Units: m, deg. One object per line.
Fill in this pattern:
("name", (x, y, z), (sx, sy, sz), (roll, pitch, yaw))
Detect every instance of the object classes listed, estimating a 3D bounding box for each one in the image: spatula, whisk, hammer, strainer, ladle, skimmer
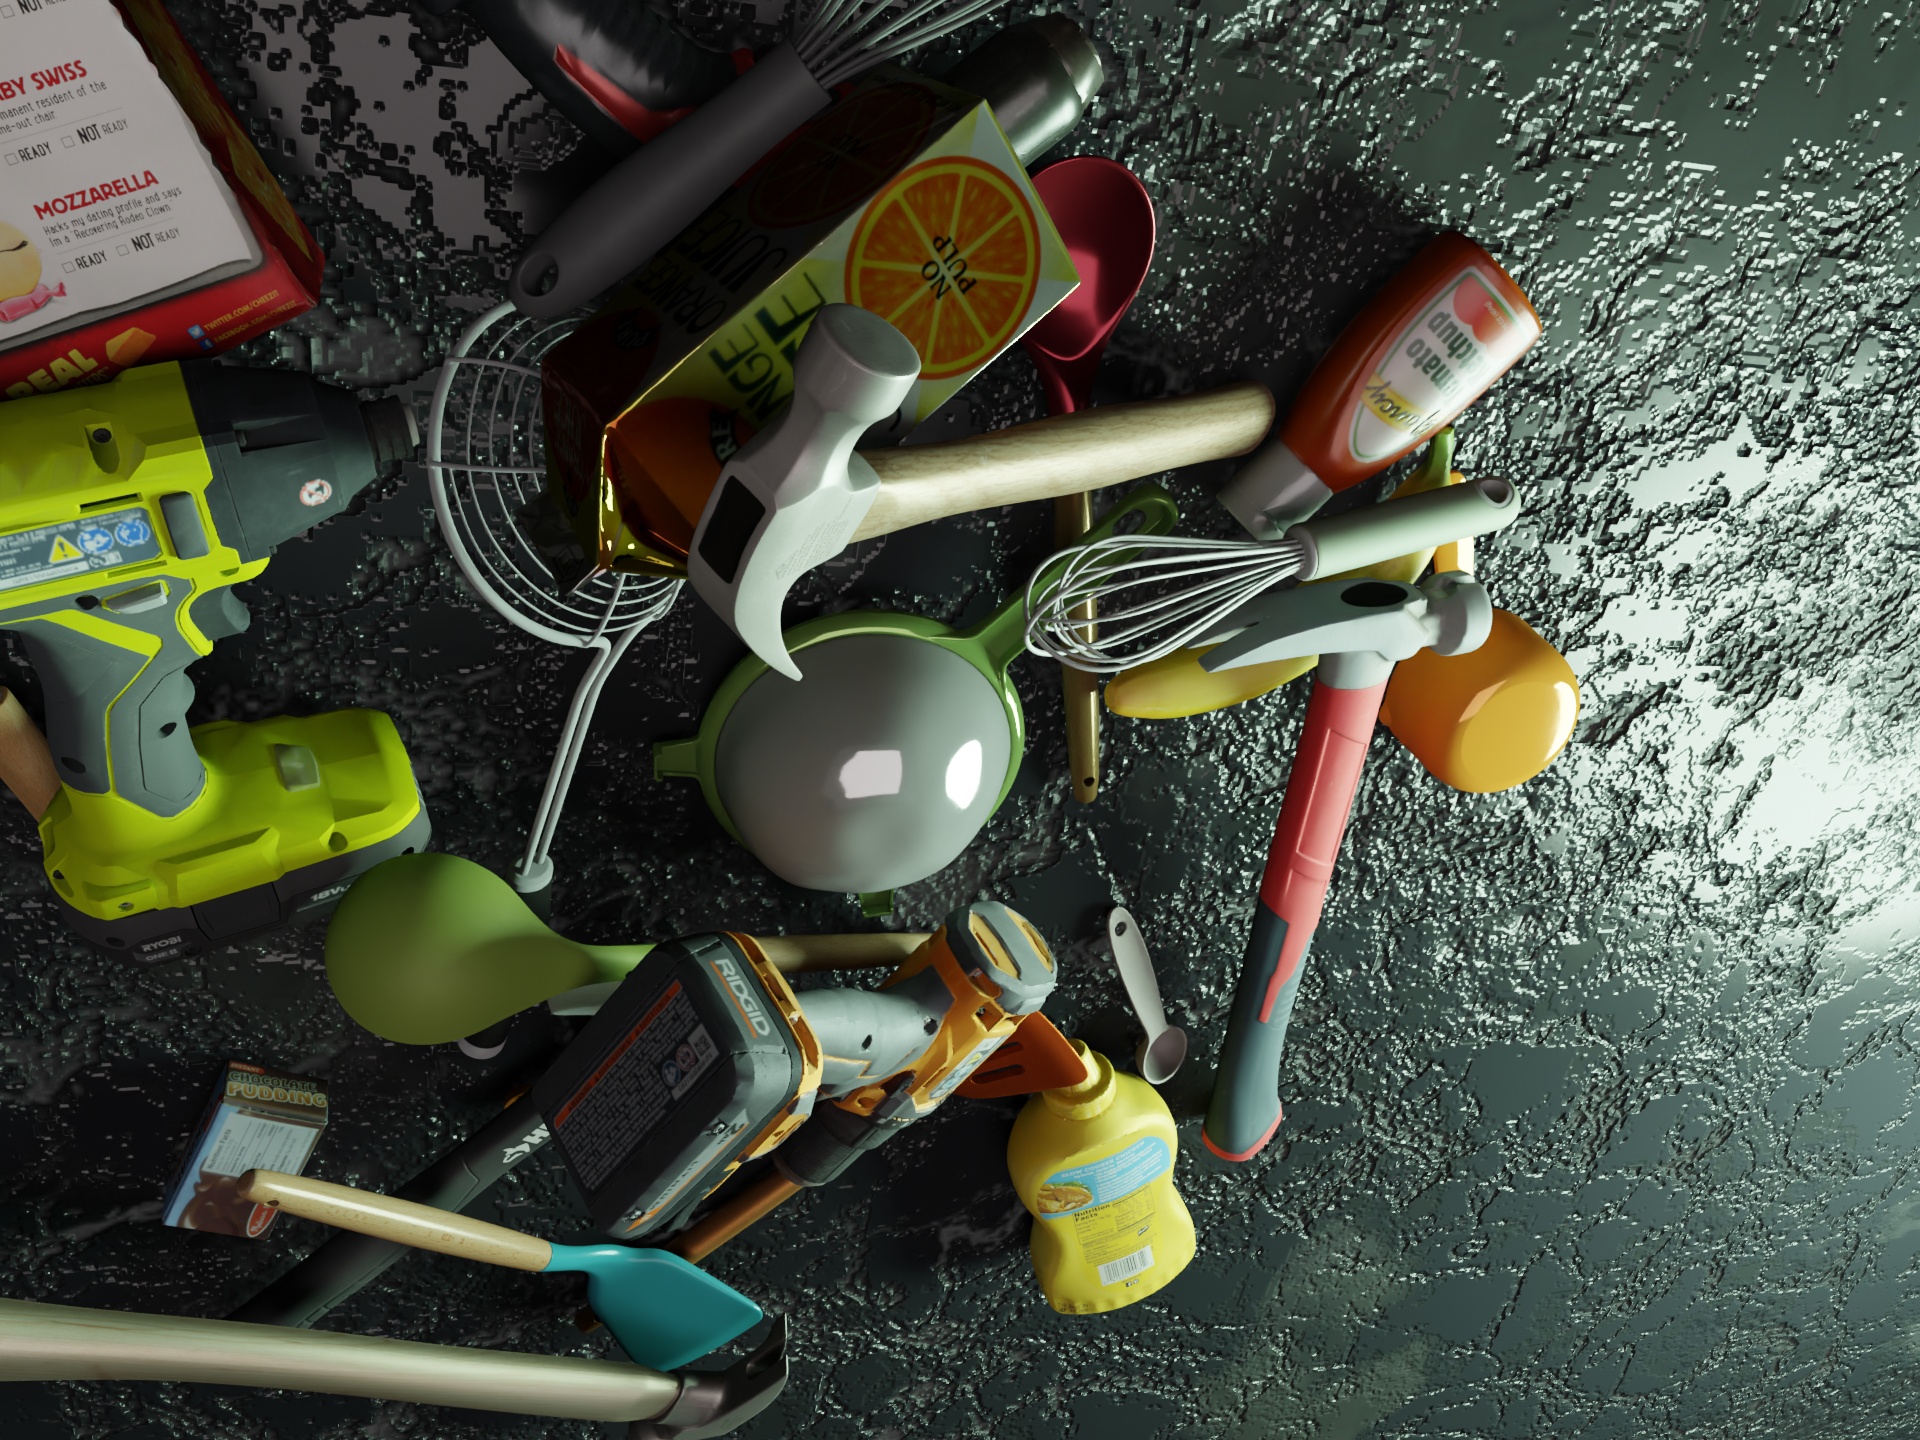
("spatula", (-0.220, 0.267, 0.778), (0.082, 0.044, 0.317), (-32, 142, 13))
("whisk", (-0.050, -0.203, 0.490), (0.239, 0.055, 0.055), (-35, 125, 12))
("whisk", (-0.377, -0.025, 0.591), (0.047, 0.051, 0.244), (3, 133, 22))
("hammer", (0.029, -0.091, 0.564), (0.331, 0.031, 0.130), (-23, 155, -52))
("whisk", (0.136, -0.068, 0.670), (0.246, 0.058, 0.059), (-16, 153, -20))
("strainer", (-0.001, -0.002, 0.689), (0.256, 0.069, 0.151), (-40, 124, 18))
("hammer", (-0.284, 0.310, 0.771), (0.410, 0.038, 0.146), (20, 132, -30))
("ladle", (0.051, -0.090, 0.693), (0.069, 0.031, 0.315), (-11, 126, -8))
("hammer", (-0.248, 0.221, 0.772), (0.335, 0.035, 0.146), (-38, 142, 12))
("spatula", (-0.082, 0.244, 0.852), (0.322, 0.041, 0.081), (-37, 113, 8))
("hammer", (0.153, 0.098, 0.809), (0.143, 0.038, 0.386), (-10, 131, -17))
("ladle", (-0.120, 0.099, 0.705), (0.320, 0.062, 0.078), (6, 109, -47))
("skimmer", (-0.186, 0.004, 0.661), (0.127, 0.090, 0.363), (-31, 154, -49))

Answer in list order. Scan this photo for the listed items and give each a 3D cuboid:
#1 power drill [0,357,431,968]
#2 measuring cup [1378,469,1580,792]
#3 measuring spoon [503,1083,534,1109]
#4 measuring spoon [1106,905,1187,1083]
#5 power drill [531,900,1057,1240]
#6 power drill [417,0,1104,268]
("power drill", (-0.266, -0.020, 0.560), (0.171, 0.080, 0.223), (-17, 142, -21))
("measuring cup", (0.255, -0.038, 0.774), (0.095, 0.052, 0.173), (-21, 127, -4))
("measuring spoon", (-0.174, 0.165, 0.793), (0.117, 0.011, 0.021), (-27, 140, -4))
("measuring spoon", (0.096, 0.147, 0.867), (0.034, 0.018, 0.124), (-36, 123, -25))
("power drill", (-0.077, 0.162, 0.713), (0.185, 0.084, 0.226), (-48, 153, 24))
("power drill", (-0.071, -0.236, 0.531), (0.188, 0.080, 0.226), (-36, 128, 6))
